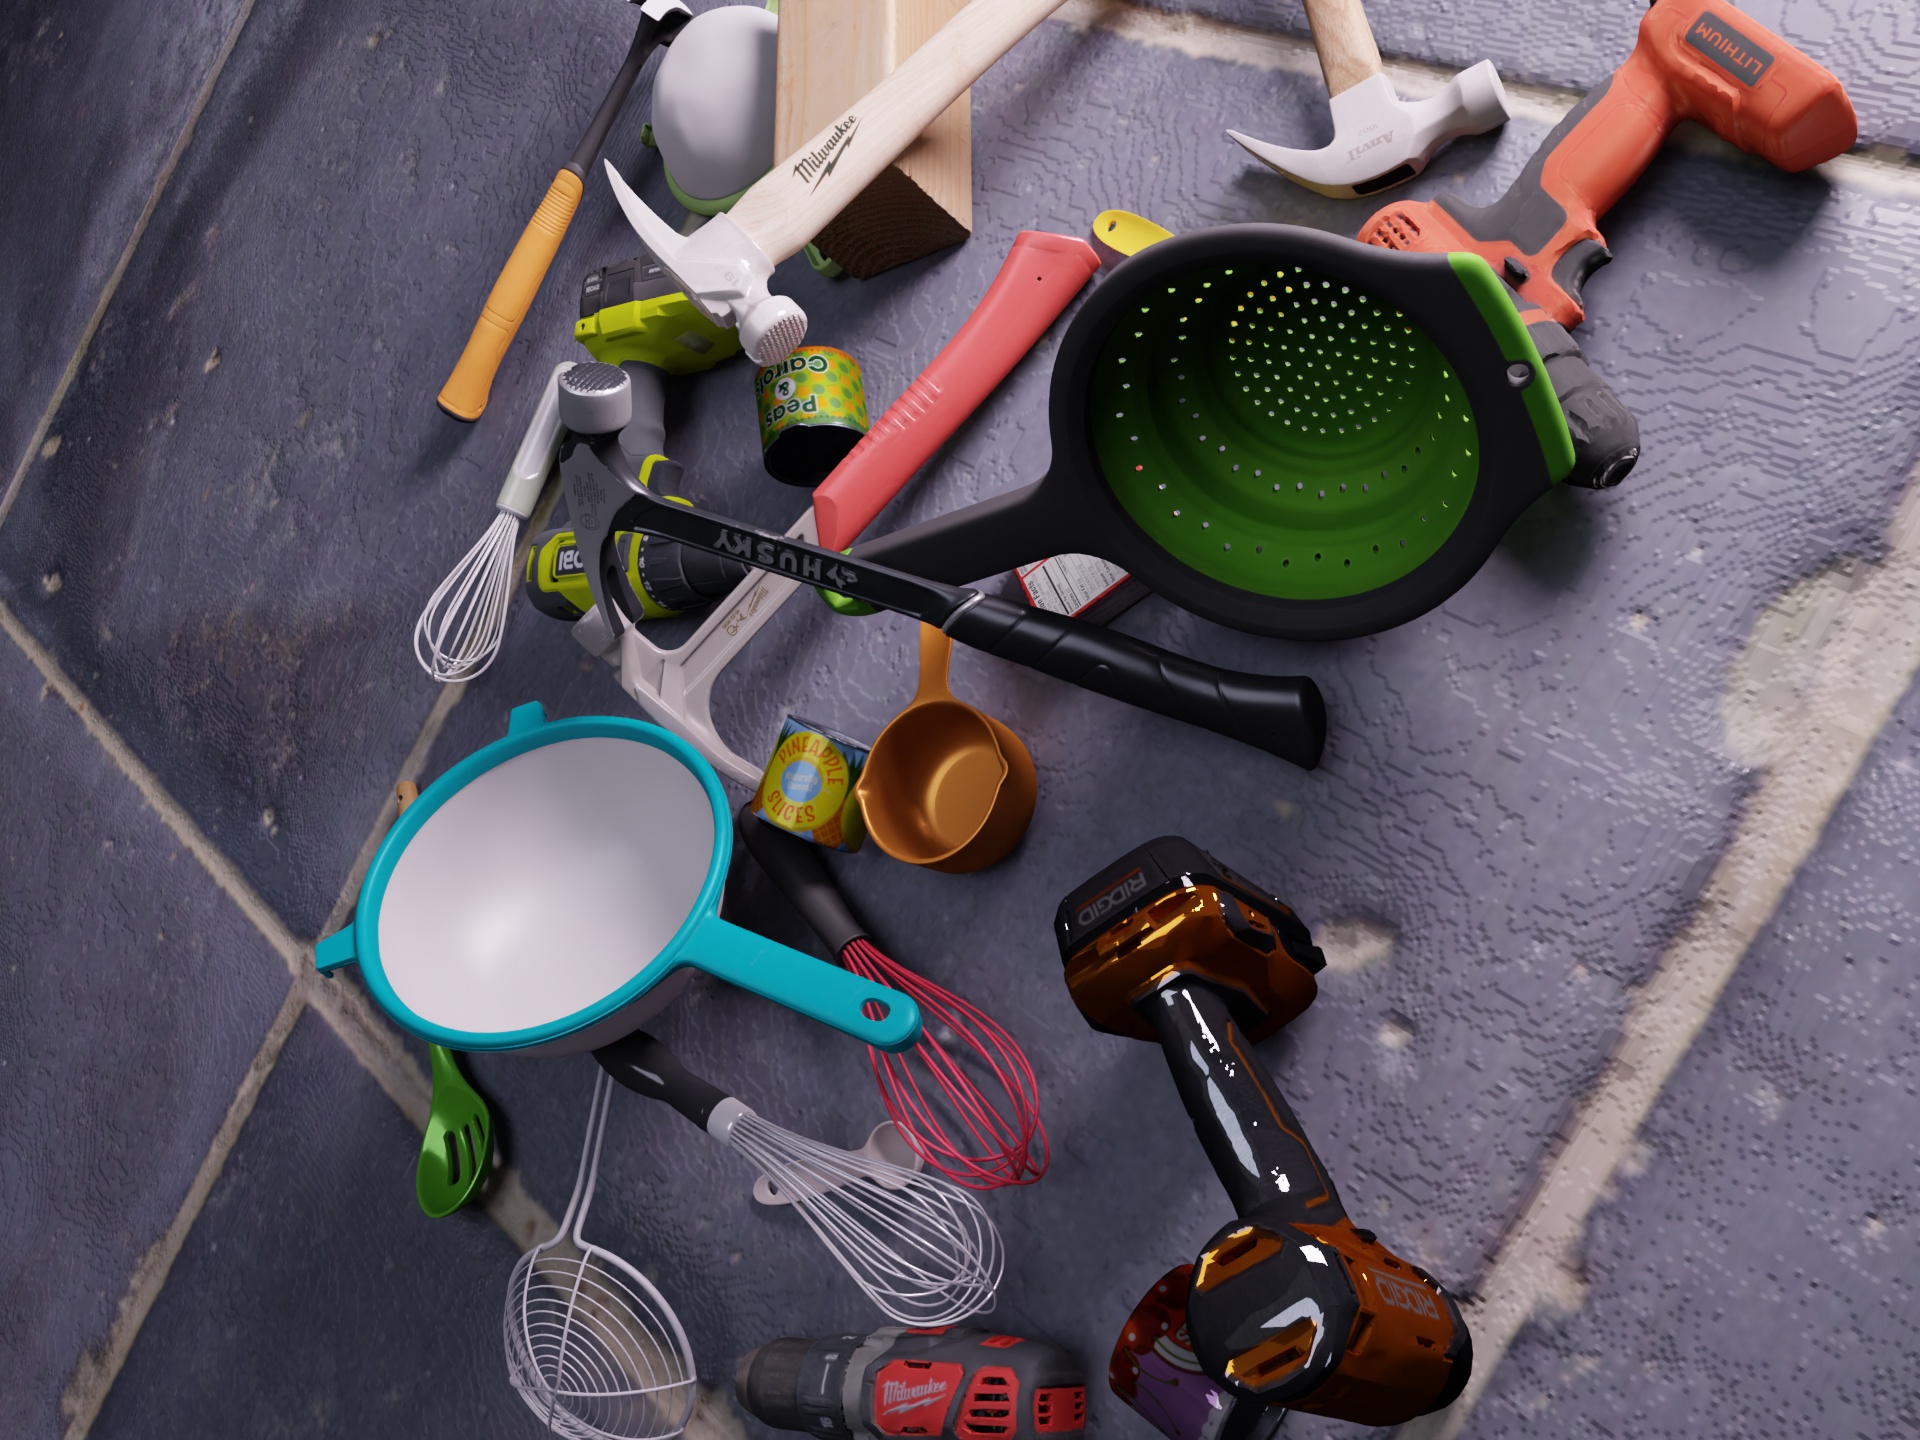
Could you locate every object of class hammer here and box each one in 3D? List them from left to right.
[{"bbox_3d":[-0.288,-0.357,1.124,0.337,0.034,0.127,-56,9,18],"label":"hammer"},{"bbox_3d":[-0.048,-0.128,0.902,0.359,0.149,0.037,-47,10,4],"label":"hammer"},{"bbox_3d":[-0.018,-0.054,0.787,0.409,0.036,0.149,19,129,14],"label":"hammer"},{"bbox_3d":[-0.005,-0.376,0.881,0.410,0.038,0.146,-42,76,-6],"label":"hammer"},{"bbox_3d":[0.176,-0.425,0.834,0.130,0.031,0.331,-21,73,30],"label":"hammer"}]

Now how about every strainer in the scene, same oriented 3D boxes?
[{"bbox_3d":[-0.160,0.123,0.853,0.340,0.095,0.211,17,58,26],"label":"strainer"},{"bbox_3d":[-0.143,-0.385,1.048,0.151,0.069,0.257,-40,56,19],"label":"strainer"}]

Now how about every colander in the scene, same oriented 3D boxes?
[{"bbox_3d":[0.088,-0.127,0.760,0.397,0.204,0.094,-13,32,39],"label":"colander"}]

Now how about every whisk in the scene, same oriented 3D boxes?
[{"bbox_3d":[-0.318,-0.140,1.114,0.058,0.059,0.246,21,84,-1],"label":"whisk"},{"bbox_3d":[-0.094,0.220,0.813,0.285,0.070,0.070,23,90,32],"label":"whisk"},{"bbox_3d":[-0.046,0.134,0.836,0.073,0.073,0.296,-52,49,11],"label":"whisk"}]

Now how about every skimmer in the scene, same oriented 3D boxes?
[{"bbox_3d":[-0.189,0.225,0.925,0.127,0.090,0.364,-10,61,29],"label":"skimmer"}]

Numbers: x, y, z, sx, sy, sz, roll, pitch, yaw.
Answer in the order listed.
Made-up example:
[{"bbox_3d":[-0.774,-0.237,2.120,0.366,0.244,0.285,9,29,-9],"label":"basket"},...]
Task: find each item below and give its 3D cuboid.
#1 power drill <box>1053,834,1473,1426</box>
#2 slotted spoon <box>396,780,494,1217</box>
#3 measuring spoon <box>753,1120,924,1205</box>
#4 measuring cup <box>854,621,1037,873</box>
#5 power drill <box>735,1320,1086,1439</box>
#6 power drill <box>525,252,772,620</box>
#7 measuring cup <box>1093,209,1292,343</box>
[{"bbox_3d":[0.131,0.173,0.652,0.084,0.164,0.227,-37,46,21],"label":"power drill"},{"bbox_3d":[-0.349,0.175,1.054,0.070,0.031,0.314,-33,58,23],"label":"slotted spoon"},{"bbox_3d":[-0.064,0.239,0.845,0.124,0.018,0.034,-25,68,35],"label":"measuring spoon"},{"bbox_3d":[-0.001,-0.003,0.848,0.095,0.052,0.174,-10,67,32],"label":"measuring cup"},{"bbox_3d":[-0.033,0.398,0.736,0.188,0.080,0.227,-10,68,32],"label":"power drill"},{"bbox_3d":[-0.185,-0.175,1.011,0.190,0.080,0.228,-1,78,37],"label":"power drill"},{"bbox_3d":[0.122,-0.243,0.855,0.062,0.029,0.157,-54,42,10],"label":"measuring cup"}]
